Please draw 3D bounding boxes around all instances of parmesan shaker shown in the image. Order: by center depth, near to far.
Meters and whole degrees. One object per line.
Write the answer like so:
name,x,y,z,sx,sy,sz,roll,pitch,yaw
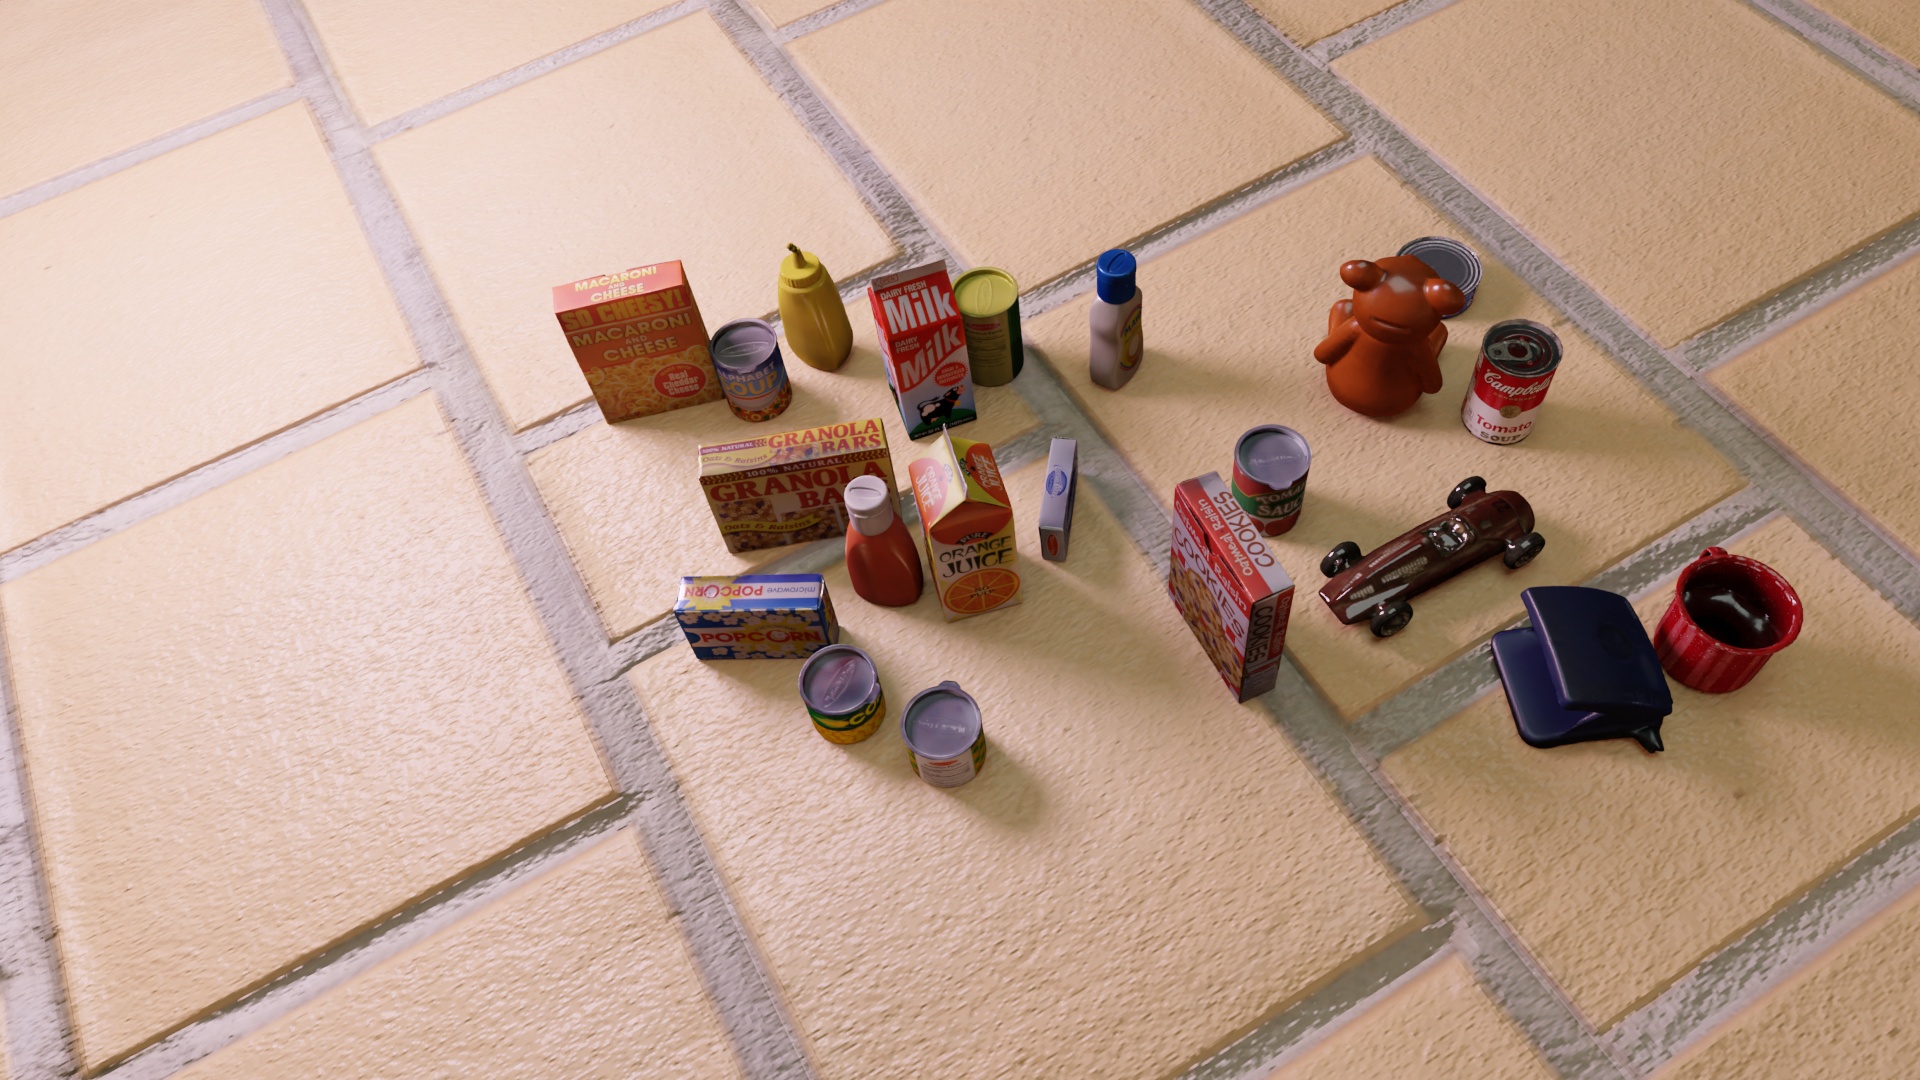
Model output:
parmesan shaker,0.024,-0.208,1.358,0.071,0.102,0.071,-3,56,4

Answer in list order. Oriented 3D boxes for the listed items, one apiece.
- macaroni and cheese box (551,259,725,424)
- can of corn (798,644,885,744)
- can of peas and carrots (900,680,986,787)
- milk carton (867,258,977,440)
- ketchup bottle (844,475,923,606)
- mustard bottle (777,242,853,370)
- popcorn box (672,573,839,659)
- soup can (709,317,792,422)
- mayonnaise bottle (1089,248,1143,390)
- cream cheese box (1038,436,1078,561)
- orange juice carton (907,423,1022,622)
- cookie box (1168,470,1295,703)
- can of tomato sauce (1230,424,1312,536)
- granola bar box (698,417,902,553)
macaroni and cheese box,-0.308,-0.190,1.343,0.124,0.165,0.040,-13,56,-3
can of corn,-0.096,0.131,1.168,0.071,0.058,0.071,-3,56,4
can of peas and carrots,-0.013,0.159,1.140,0.071,0.058,0.071,-3,56,4
milk carton,-0.037,-0.186,1.297,0.072,0.189,0.074,-18,56,-6
ketchup bottle,-0.071,0.002,1.198,0.065,0.148,0.044,8,58,11
mustard bottle,-0.147,-0.235,1.359,0.065,0.159,0.049,20,61,19
popcorn box,-0.174,0.067,1.204,0.127,0.084,0.038,-1,56,5
soup can,-0.205,-0.164,1.364,0.071,0.083,0.072,-3,56,4
mayonnaise bottle,0.148,-0.211,1.320,0.041,0.147,0.065,27,63,22
cream cheese box,0.090,-0.038,1.266,0.024,0.053,0.104,5,57,9
orange juice carton,0.004,-0.015,1.175,0.073,0.191,0.072,-15,56,-4
cookie box,0.216,0.040,1.131,0.040,0.166,0.123,-23,57,-9
can of tomato sauce,0.275,-0.051,1.237,0.071,0.082,0.071,-3,56,4
granola bar box,-0.142,-0.049,1.255,0.166,0.123,0.039,-9,56,0
